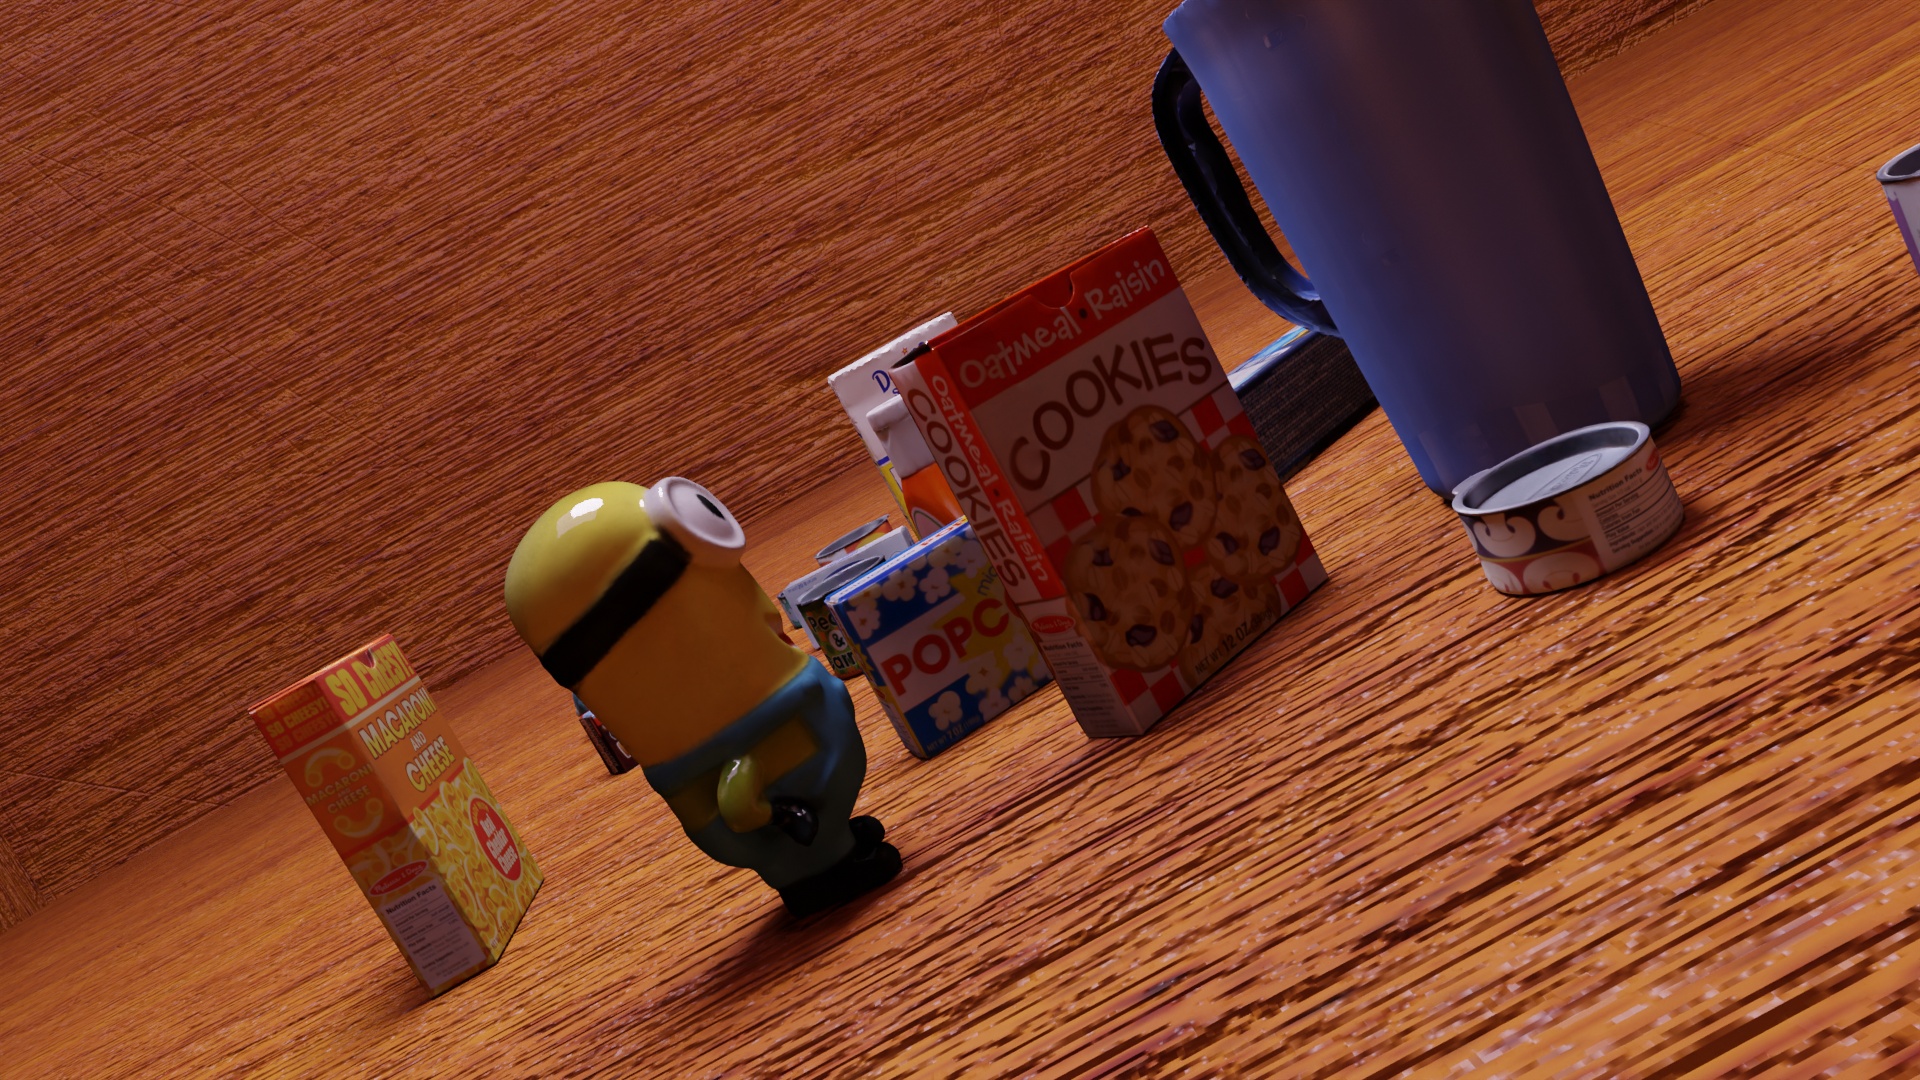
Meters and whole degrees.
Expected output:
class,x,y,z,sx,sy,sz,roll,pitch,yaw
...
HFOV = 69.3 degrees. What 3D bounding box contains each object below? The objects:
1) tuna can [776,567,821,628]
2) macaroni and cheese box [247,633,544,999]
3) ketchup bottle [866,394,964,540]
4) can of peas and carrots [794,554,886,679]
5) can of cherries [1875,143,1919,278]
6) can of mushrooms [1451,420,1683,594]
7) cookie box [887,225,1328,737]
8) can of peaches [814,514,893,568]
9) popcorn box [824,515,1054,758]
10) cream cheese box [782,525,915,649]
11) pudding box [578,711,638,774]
class,x,y,z,sx,sy,sz,roll,pitch,yaw
tuna can,-0.121,0.046,1.206,0.071,0.033,0.071,-28,8,4
macaroni and cheese box,-0.287,0.137,0.726,0.040,0.166,0.124,-29,8,-2
ketchup bottle,0.003,-0.009,0.721,0.044,0.148,0.064,-33,9,-27
can of peas and carrots,-0.066,0.050,0.902,0.071,0.058,0.071,-28,8,4
can of cherries,0.369,-0.117,0.485,0.071,0.058,0.071,-28,8,4
can of mushrooms,0.203,-0.011,0.471,0.071,0.033,0.071,-28,8,4
cookie box,0.063,-0.025,0.553,0.123,0.167,0.040,-33,9,-31
can of peaches,-0.072,0.021,1.107,0.071,0.058,0.071,-28,8,4
popcorn box,0.011,0.033,0.658,0.127,0.085,0.038,-31,8,-17
cream cheese box,-0.075,0.036,1.041,0.103,0.053,0.024,-27,8,11
pudding box,-0.227,0.126,1.006,0.084,0.049,0.030,-34,10,-37
